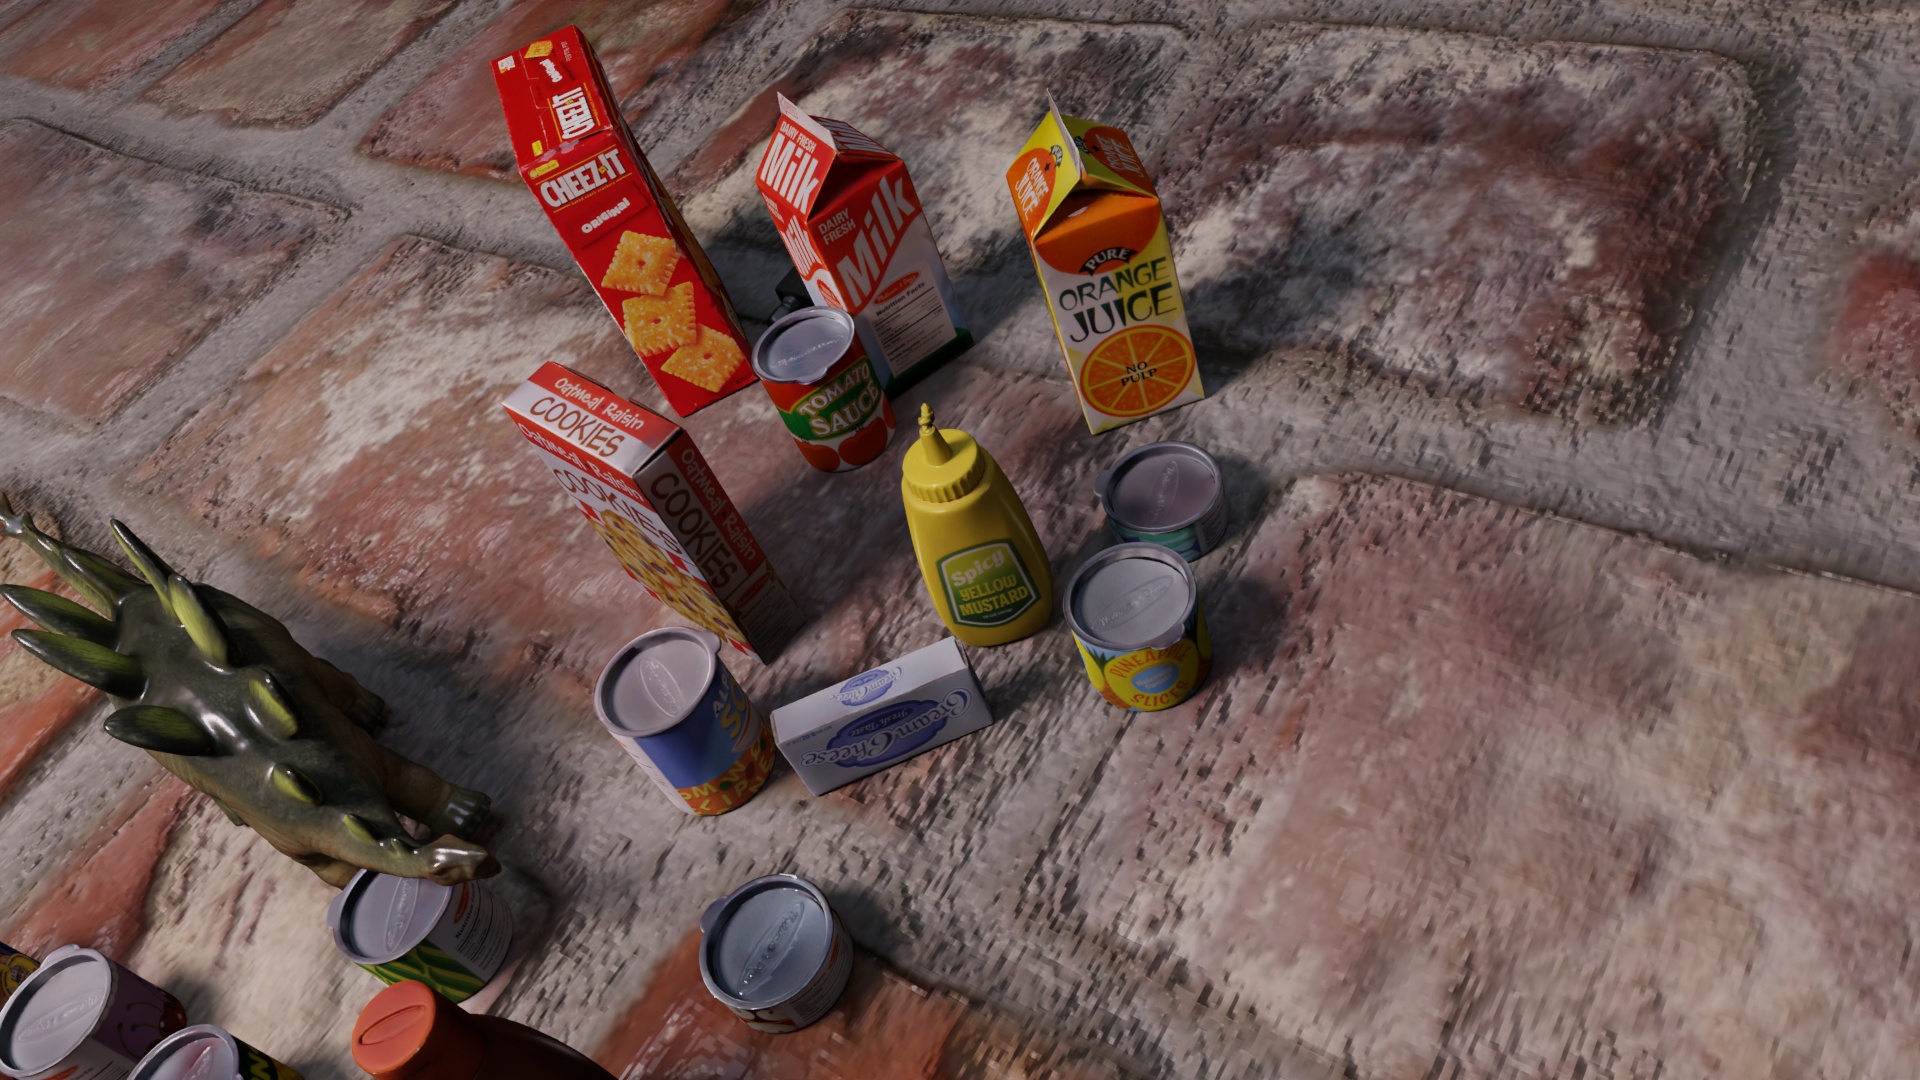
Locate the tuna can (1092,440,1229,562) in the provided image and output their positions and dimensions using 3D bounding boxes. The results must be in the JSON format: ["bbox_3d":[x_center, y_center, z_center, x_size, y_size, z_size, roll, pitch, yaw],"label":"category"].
[{"bbox_3d":[0.110,-0.020,0.761,0.071,0.032,0.071,-11,48,12],"label":"tuna can"}]

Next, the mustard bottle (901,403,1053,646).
[{"bbox_3d":[0.003,-0.009,0.706,0.065,0.159,0.049,-19,47,5],"label":"mustard bottle"}]

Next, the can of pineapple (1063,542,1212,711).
[{"bbox_3d":[0.090,0.045,0.695,0.071,0.057,0.071,-11,48,12],"label":"can of pineapple"}]

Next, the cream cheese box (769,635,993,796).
[{"bbox_3d":[-0.039,0.090,0.709,0.104,0.053,0.024,-23,46,1],"label":"cream cheese box"}]

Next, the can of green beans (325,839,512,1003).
[{"bbox_3d":[-0.271,0.195,0.705,0.071,0.057,0.071,-11,48,12],"label":"can of green beans"}]

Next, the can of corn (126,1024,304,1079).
[{"bbox_3d":[-0.356,0.276,0.667,0.071,0.058,0.071,-11,48,12],"label":"can of corn"}]

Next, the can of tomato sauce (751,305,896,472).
[{"bbox_3d":[-0.082,-0.092,0.865,0.071,0.082,0.071,-11,48,12],"label":"can of tomato sauce"}]

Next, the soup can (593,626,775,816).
[{"bbox_3d":[-0.139,0.094,0.724,0.071,0.083,0.072,-11,48,12],"label":"soup can"}]

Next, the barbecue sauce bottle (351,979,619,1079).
[{"bbox_3d":[-0.195,0.230,0.582,0.065,0.148,0.044,-26,46,-1],"label":"barbecue sauce bottle"}]

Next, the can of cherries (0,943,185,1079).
[{"bbox_3d":[-0.451,0.253,0.724,0.071,0.058,0.072,-11,48,12],"label":"can of cherries"}]

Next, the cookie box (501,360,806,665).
[{"bbox_3d":[-0.167,-0.014,0.772,0.123,0.166,0.040,26,64,36],"label":"cookie box"}]

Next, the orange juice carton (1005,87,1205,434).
[{"bbox_3d":[0.079,-0.157,0.783,0.073,0.191,0.072,-19,47,6],"label":"orange juice carton"}]

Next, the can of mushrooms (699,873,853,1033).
[{"bbox_3d":[-0.087,0.193,0.652,0.071,0.033,0.071,-11,48,12],"label":"can of mushrooms"}]

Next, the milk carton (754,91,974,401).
[{"bbox_3d":[-0.064,-0.187,0.867,0.073,0.189,0.072,-36,47,-10],"label":"milk carton"}]
